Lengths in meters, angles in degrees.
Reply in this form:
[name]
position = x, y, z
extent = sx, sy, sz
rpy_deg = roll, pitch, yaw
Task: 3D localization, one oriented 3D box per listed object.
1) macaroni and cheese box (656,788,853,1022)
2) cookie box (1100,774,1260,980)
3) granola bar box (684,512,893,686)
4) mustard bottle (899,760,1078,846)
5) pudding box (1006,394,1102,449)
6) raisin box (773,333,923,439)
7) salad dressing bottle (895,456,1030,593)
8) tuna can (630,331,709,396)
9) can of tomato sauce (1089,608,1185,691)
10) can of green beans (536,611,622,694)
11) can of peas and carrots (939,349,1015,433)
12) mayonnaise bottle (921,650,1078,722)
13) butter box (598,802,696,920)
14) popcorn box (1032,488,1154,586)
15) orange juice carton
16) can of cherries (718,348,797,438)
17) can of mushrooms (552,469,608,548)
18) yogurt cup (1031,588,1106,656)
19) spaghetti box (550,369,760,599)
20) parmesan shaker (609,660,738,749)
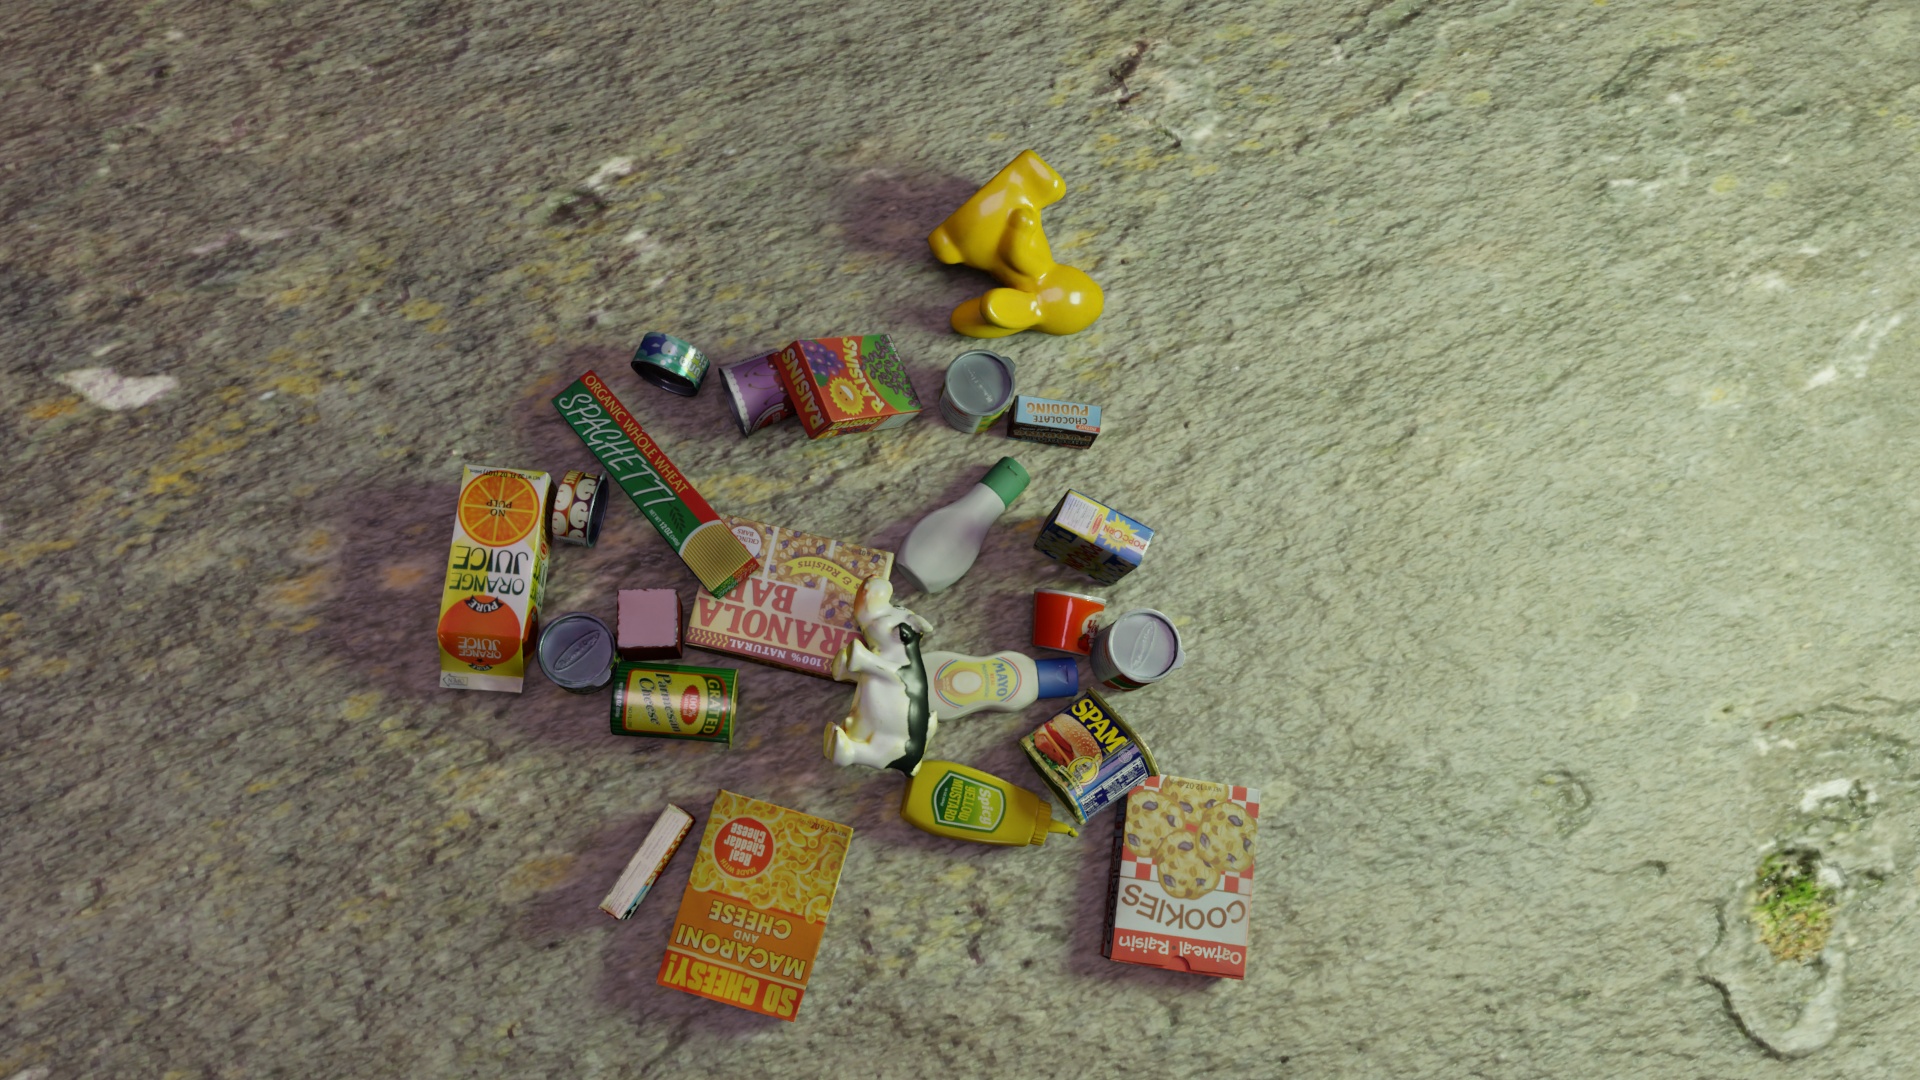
[macaroni and cheese box]
position = -0.175, 0.312, 1.195
extent = 0.124, 0.040, 0.167
rpy_deg = 17, 75, -3
[cookie box]
position = 0.198, 0.298, 1.245
extent = 0.123, 0.040, 0.168
rpy_deg = 10, 76, -5
[granola bar box]
position = -0.154, 0.054, 1.259
extent = 0.166, 0.039, 0.124
rpy_deg = 13, 76, -4
[mustard bottle]
position = 0.029, 0.239, 1.233
extent = 0.160, 0.048, 0.065
rpy_deg = 14, 77, -4
[pudding box]
position = 0.088, -0.112, 1.323
extent = 0.084, 0.049, 0.030
rpy_deg = 8, 75, -6
[raisin box]
position = -0.102, -0.143, 1.279
extent = 0.124, 0.040, 0.086
rpy_deg = -14, 77, -50
[salad dressing bottle]
position = 0.005, -0.016, 1.294
extent = 0.064, 0.044, 0.148
rpy_deg = 43, 75, 6
[tuna can]
position = -0.265, -0.162, 1.281
extent = 0.071, 0.071, 0.033
rpy_deg = 22, 75, -2
[can of tomato sauce]
position = 0.160, 0.101, 1.265
extent = 0.071, 0.083, 0.071
rpy_deg = 2, 77, -7
[can of green beans]
position = -0.333, 0.100, 1.216
extent = 0.071, 0.057, 0.071
rpy_deg = 2, 77, -7
[can of peas and carrots]
position = 0.017, -0.142, 1.317
extent = 0.071, 0.058, 0.071
rpy_deg = 2, 77, -7
[mayonnaise bottle]
position = 0.032, 0.129, 1.263
extent = 0.148, 0.041, 0.065
rpy_deg = -4, 75, -7
[butter box]
position = -0.266, 0.274, 1.186
extent = 0.024, 0.053, 0.104
rpy_deg = 32, 75, 4
[popcorn box]
position = 0.119, -0.001, 1.262
extent = 0.085, 0.126, 0.038
rpy_deg = 26, 79, 0
[orange juice carton]
position = -0.405, 0.035, 1.215
extent = 0.072, 0.073, 0.193
rpy_deg = 6, 77, -6
[can of cherries]
position = -0.185, -0.136, 1.287
extent = 0.058, 0.071, 0.071
rpy_deg = -22, 81, -13
[can of mushrooms]
position = -0.339, -0.031, 1.241
extent = 0.033, 0.071, 0.071
rpy_deg = 12, 76, -3
[yogurt cup]
position = 0.096, 0.075, 1.274
extent = 0.072, 0.072, 0.054
rpy_deg = 11, 84, -5
[spaghetti box]
position = -0.278, -0.054, 1.250
extent = 0.050, 0.028, 0.250
rpy_deg = -40, 74, -9
[parmesan shaker]
position = -0.249, 0.144, 1.213
extent = 0.103, 0.071, 0.071
rpy_deg = 5, 77, -6
